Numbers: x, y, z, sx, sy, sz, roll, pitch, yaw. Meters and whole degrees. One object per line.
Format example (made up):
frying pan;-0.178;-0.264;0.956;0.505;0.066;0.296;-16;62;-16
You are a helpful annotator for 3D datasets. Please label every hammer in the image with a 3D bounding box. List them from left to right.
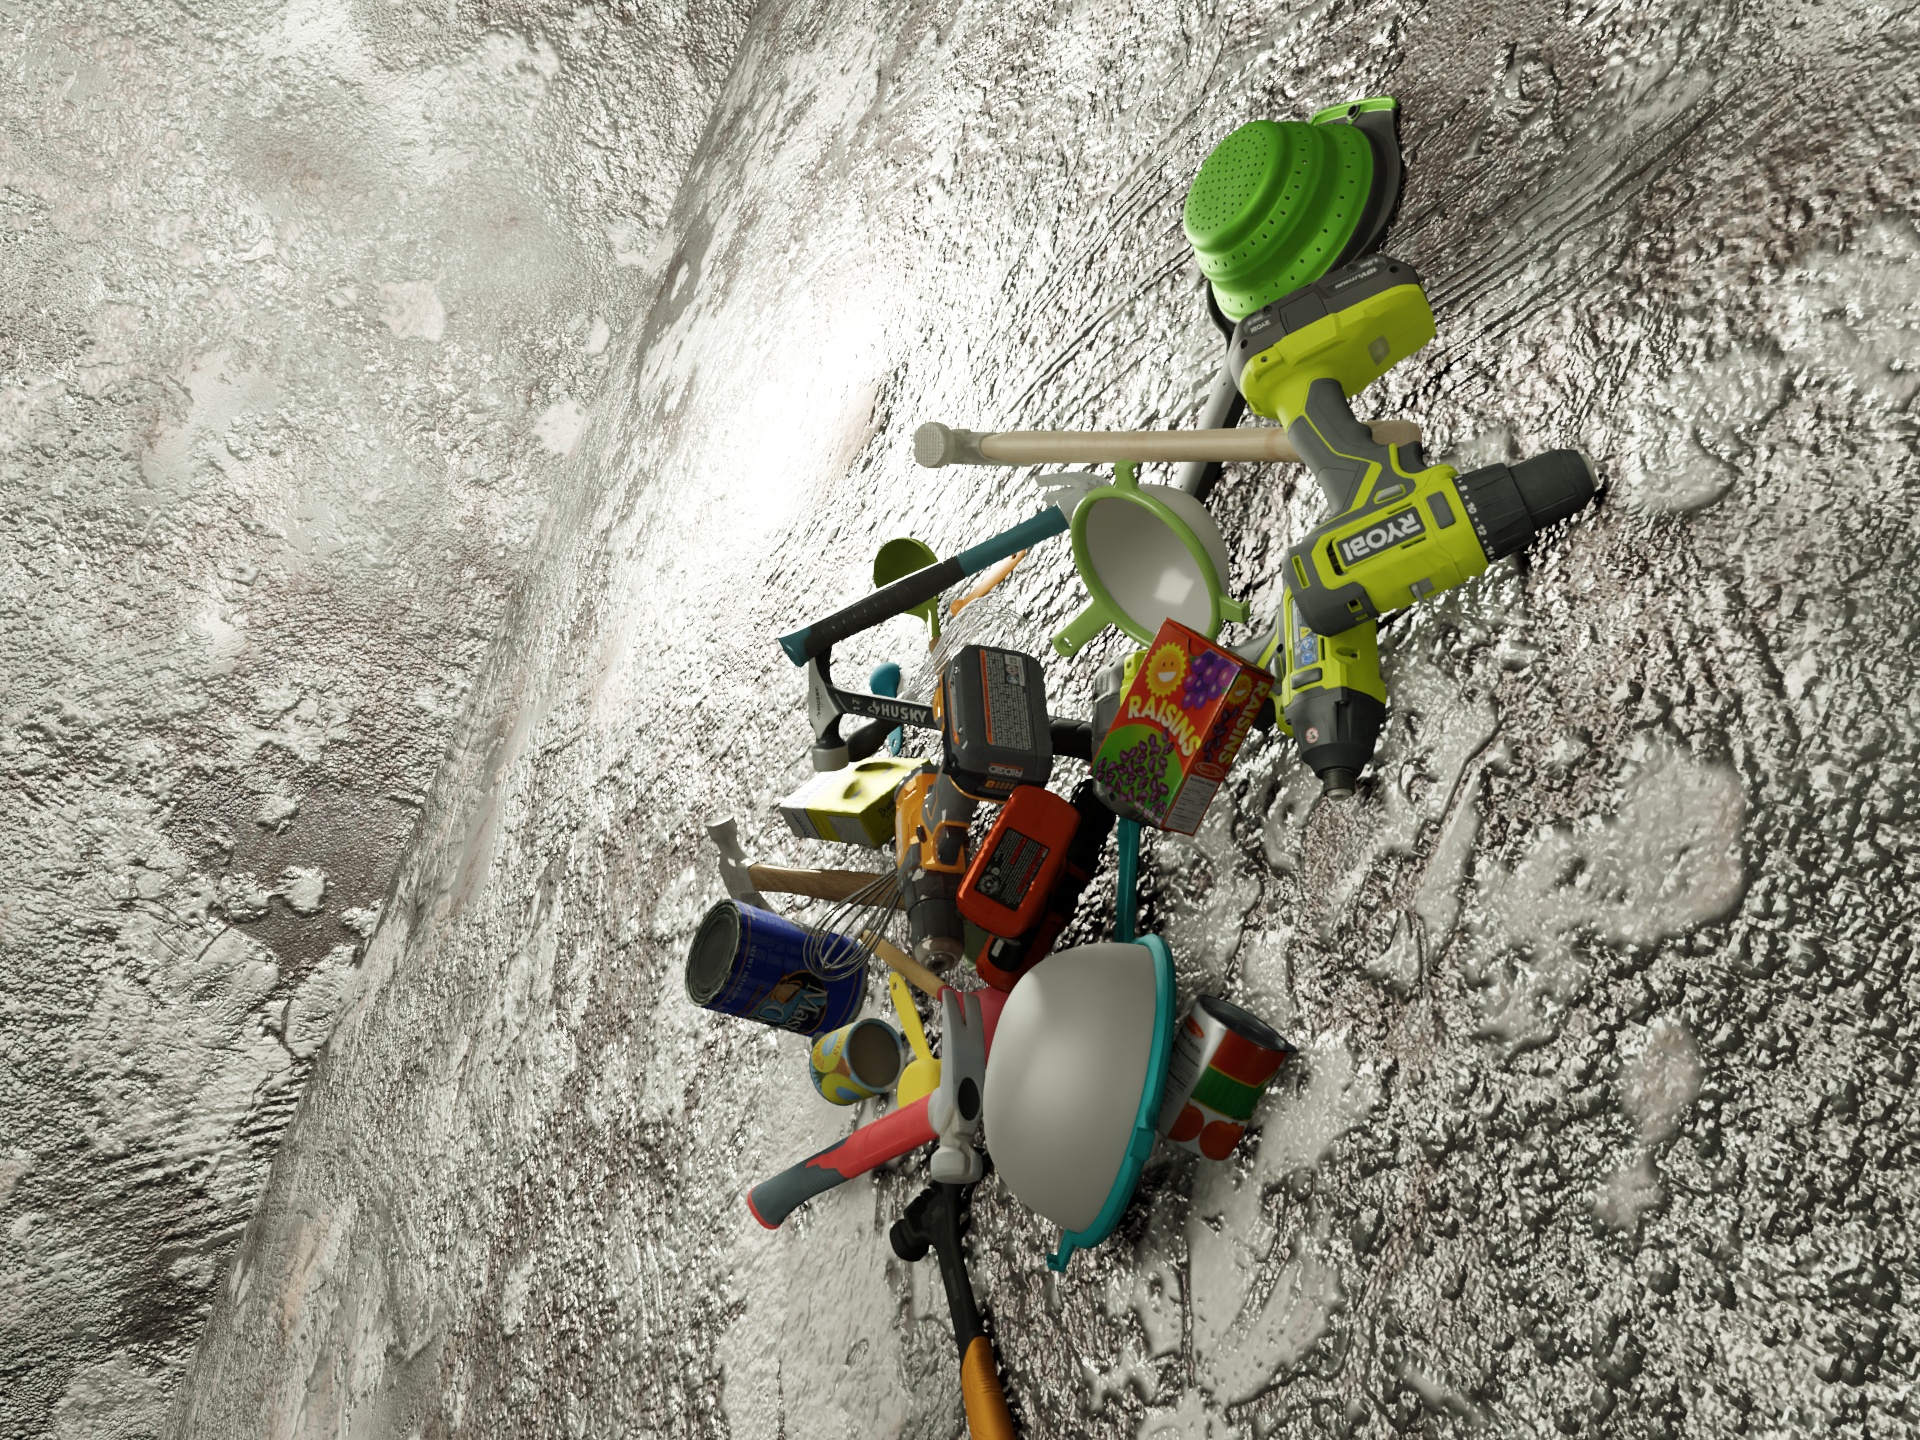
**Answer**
hammer;-0.133;0.161;1.538;0.331;0.031;0.130;-1;111;49
hammer;-0.087;0.346;1.326;0.386;0.038;0.143;-41;41;50
hammer;-0.011;-0.131;1.416;0.331;0.033;0.128;-26;34;5
hammer;-0.002;-0.004;1.380;0.409;0.036;0.149;9;109;46
hammer;0.020;0.468;1.123;0.127;0.034;0.337;-53;33;26
hammer;0.162;-0.213;1.235;0.411;0.146;0.038;8;101;39

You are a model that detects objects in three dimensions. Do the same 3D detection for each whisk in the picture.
whisk;-0.051;0.130;1.395;0.239;0.055;0.055;-50;26;-15
whisk;-0.032;-0.028;1.469;0.284;0.070;0.070;-40;39;43

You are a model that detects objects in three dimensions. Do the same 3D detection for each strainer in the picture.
strainer;0.075;0.189;1.107;0.210;0.095;0.341;110;172;-47
strainer;0.145;-0.113;1.283;0.069;0.151;0.256;-38;-2;-25

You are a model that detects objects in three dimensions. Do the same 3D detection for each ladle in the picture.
ladle;-0.029;-0.063;1.544;0.078;0.062;0.321;-50;36;30
ladle;-0.024;0.226;1.369;0.316;0.031;0.069;19;90;62

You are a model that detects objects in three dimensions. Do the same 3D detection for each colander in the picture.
colander;0.217;-0.339;1.287;0.205;0.094;0.397;23;90;61

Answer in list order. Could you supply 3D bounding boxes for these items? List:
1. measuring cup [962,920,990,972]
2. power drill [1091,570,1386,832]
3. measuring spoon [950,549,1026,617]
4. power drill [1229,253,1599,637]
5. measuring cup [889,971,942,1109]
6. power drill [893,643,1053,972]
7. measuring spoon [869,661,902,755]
measuring cup;0.015;0.165;1.335;0.168;0.038;0.083;15;83;62
power drill;0.195;-0.005;1.118;0.223;0.080;0.171;-25;54;47
measuring spoon;0.025;-0.136;1.547;0.117;0.011;0.021;-40;40;40
power drill;0.282;-0.184;1.028;0.190;0.080;0.229;-24;60;19
measuring cup;-0.045;0.274;1.345;0.062;0.029;0.157;-54;41;28
power drill;0.001;0.074;1.259;0.226;0.084;0.186;116;158;-46
measuring spoon;-0.077;-0.013;1.619;0.042;0.021;0.129;-48;34;31
